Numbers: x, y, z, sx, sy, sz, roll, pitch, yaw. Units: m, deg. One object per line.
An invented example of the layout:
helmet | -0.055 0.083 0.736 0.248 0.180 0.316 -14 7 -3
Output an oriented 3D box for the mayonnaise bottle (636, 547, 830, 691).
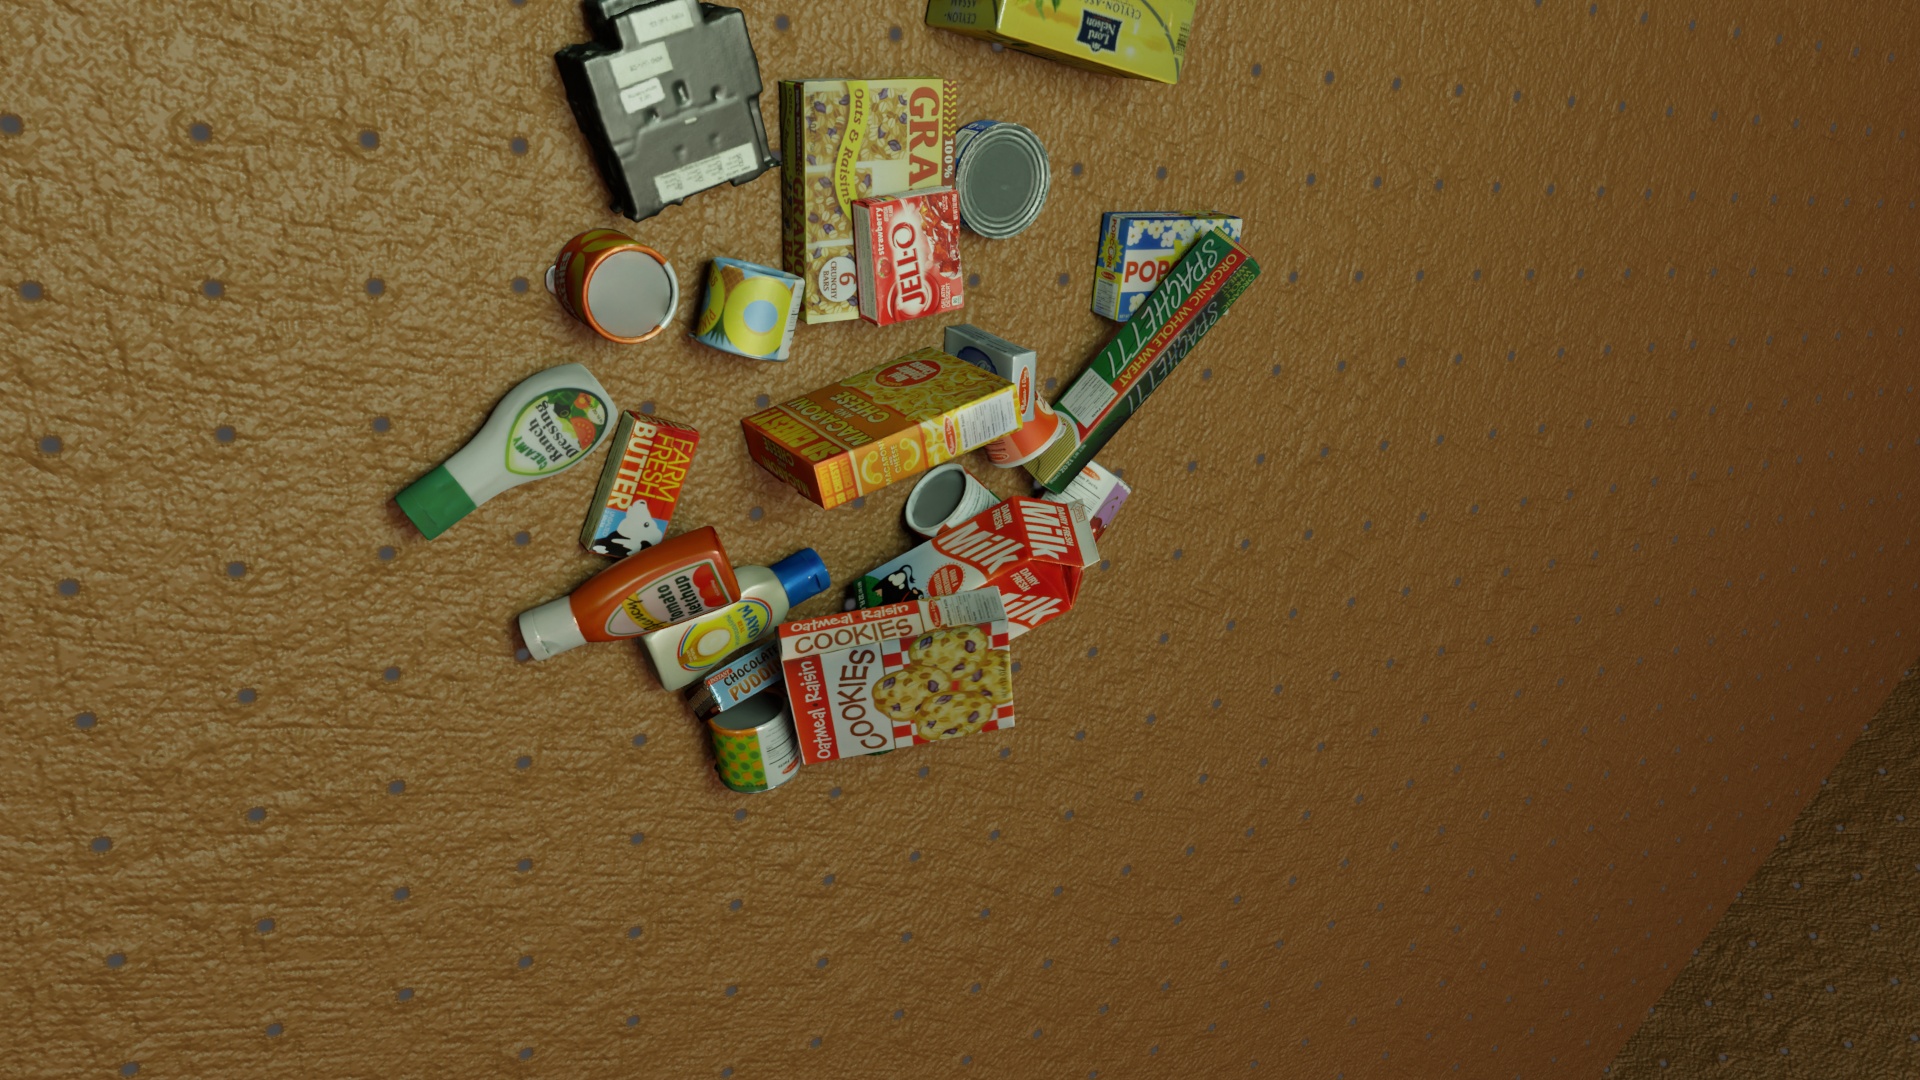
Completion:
mayonnaise bottle | -0.170 0.054 1.051 0.148 0.041 0.064 -29 130 -21

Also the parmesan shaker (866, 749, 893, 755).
parmesan shaker | -0.081 0.119 1.123 0.071 0.071 0.102 -40 127 -14

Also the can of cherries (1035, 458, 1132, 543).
can of cherries | 0.105 -0.037 1.189 0.071 0.071 0.058 34 89 -39

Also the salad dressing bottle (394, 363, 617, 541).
salad dressing bottle | -0.298 -0.057 0.913 0.148 0.044 0.064 -39 128 -15

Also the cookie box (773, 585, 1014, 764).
cookie box | -0.047 0.103 1.046 0.168 0.040 0.122 -10 133 -6

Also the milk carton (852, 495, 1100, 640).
milk carton | 0.018 0.033 1.078 0.190 0.073 0.073 -28 133 16

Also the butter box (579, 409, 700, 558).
butter box | -0.227 -0.037 0.983 0.053 0.024 0.103 14 101 -39

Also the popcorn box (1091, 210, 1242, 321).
popcorn box | 0.174 -0.232 1.169 0.127 0.038 0.085 -9 115 -32

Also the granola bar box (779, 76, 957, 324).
granola bar box | -0.065 -0.246 0.996 0.124 0.039 0.164 -12 116 -30

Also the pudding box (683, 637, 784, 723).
pudding box | -0.163 0.104 1.060 0.084 0.049 0.030 -29 88 -35

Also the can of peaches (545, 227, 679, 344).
can of peaches | -0.227 -0.166 0.906 0.071 0.058 0.071 -15 118 -30

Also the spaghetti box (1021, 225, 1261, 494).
spaghetti box | 0.144 -0.146 1.139 0.249 0.050 0.028 -48 141 10

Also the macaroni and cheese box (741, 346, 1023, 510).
macaroni and cheese box | -0.058 -0.085 1.017 0.167 0.124 0.040 -25 121 -24

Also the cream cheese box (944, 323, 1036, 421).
cream cheese box | 0.022 -0.129 1.066 0.024 0.104 0.053 -10 114 -29

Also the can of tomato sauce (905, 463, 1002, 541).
can of tomato sauce | 0.004 -0.014 1.130 0.071 0.071 0.083 -53 129 -4

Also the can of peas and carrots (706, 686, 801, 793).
can of peas and carrots | -0.164 0.154 1.086 0.071 0.071 0.058 -21 120 -26

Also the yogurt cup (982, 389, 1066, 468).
yogurt cup | 0.040 -0.100 1.118 0.072 0.072 0.053 -41 120 -13

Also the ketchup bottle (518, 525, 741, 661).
ketchup bottle | -0.234 0.041 0.981 0.149 0.044 0.064 -21 136 -7

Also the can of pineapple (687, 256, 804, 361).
can of pineapple | -0.147 -0.160 0.960 0.071 0.071 0.057 5 107 -36
